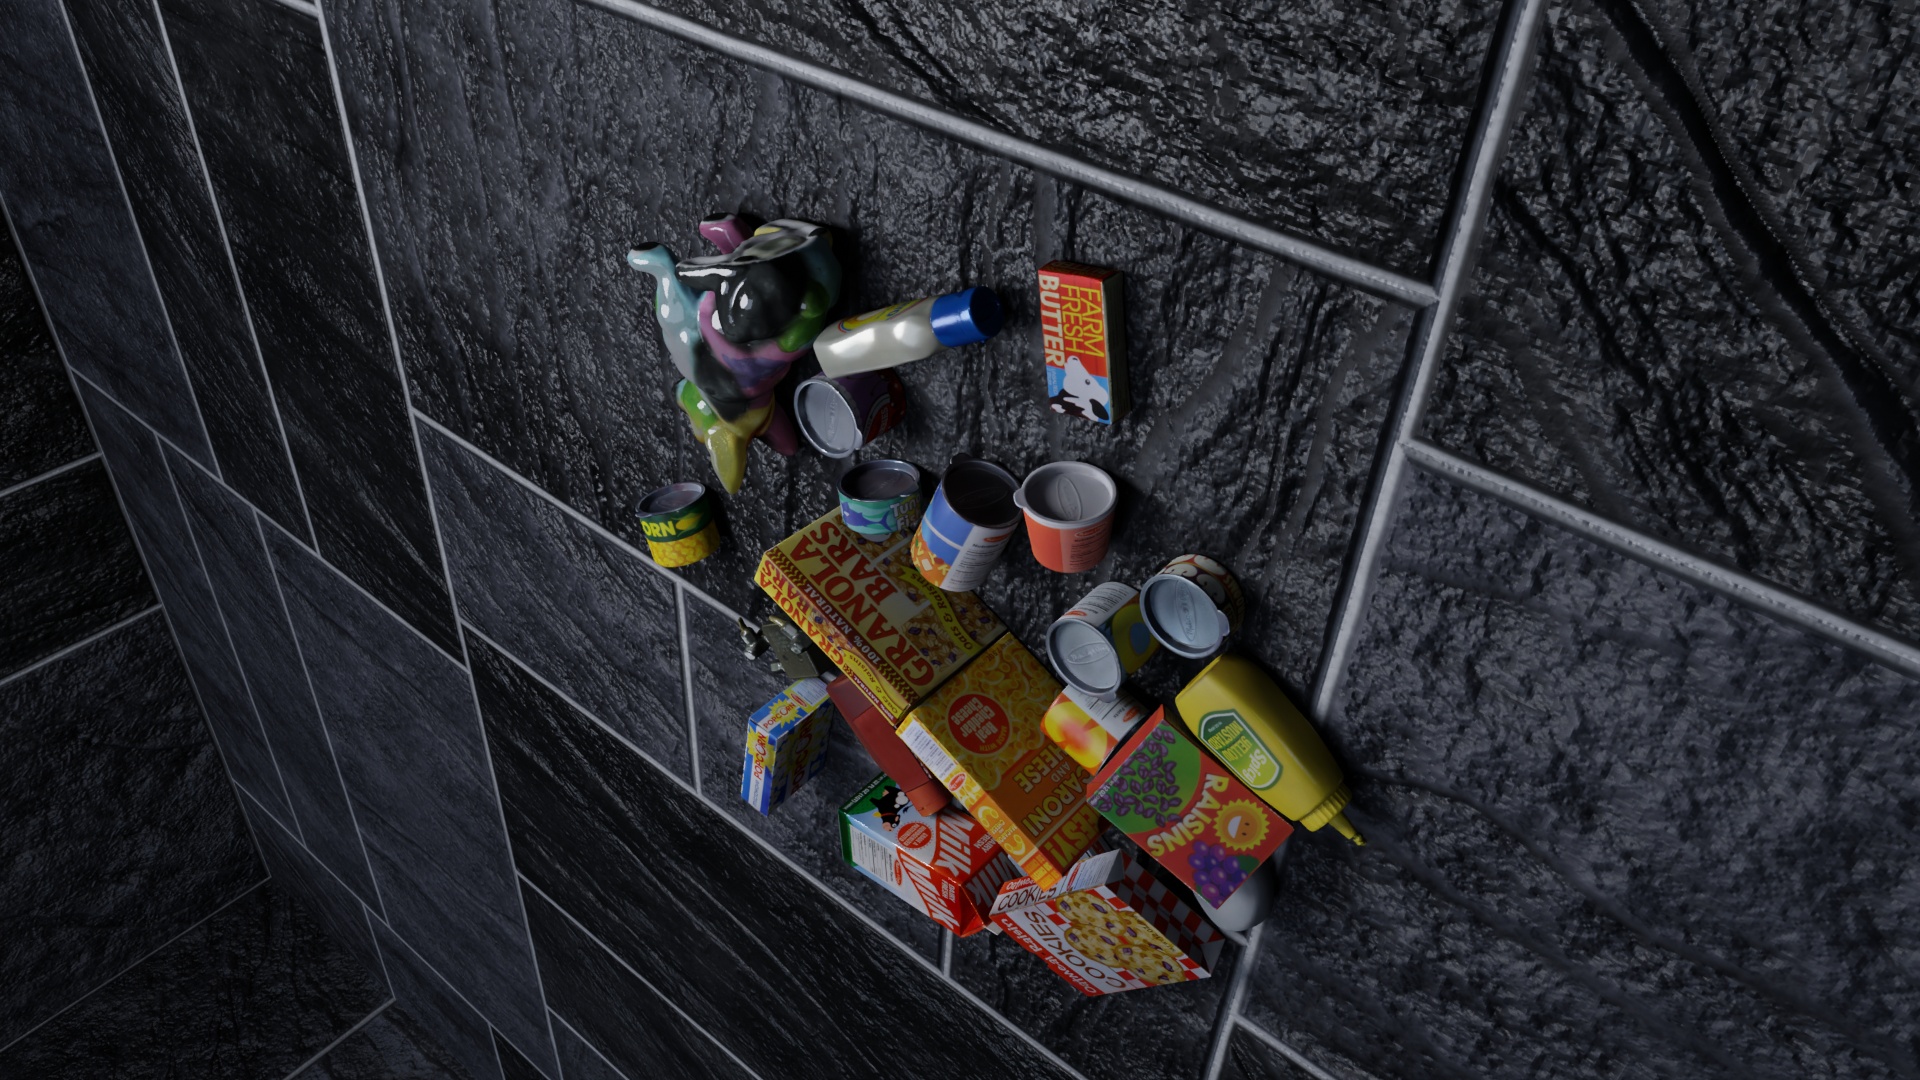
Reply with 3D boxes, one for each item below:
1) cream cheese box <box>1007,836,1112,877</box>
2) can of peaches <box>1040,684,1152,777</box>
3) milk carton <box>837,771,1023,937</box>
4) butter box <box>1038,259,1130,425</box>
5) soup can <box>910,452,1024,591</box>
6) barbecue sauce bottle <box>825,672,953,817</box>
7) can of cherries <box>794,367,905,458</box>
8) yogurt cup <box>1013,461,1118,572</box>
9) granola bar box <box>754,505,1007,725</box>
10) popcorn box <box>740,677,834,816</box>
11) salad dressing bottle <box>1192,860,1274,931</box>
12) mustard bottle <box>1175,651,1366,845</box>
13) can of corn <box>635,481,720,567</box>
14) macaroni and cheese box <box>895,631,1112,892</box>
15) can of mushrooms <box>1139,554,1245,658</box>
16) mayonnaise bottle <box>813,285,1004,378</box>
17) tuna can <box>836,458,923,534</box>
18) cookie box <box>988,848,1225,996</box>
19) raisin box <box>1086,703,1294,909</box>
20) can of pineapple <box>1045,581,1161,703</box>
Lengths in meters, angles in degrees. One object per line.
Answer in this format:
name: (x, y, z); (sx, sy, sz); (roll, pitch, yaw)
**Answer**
cream cheese box: (0.089, 0.277, 1.198); (0.053, 0.024, 0.103); (54, 141, 1)
can of peaches: (0.101, 0.139, 1.053); (0.058, 0.071, 0.070); (40, 139, 17)
milk carton: (-0.019, 0.295, 1.281); (0.191, 0.073, 0.073); (25, 132, 33)
butter box: (0.082, -0.131, 0.914); (0.053, 0.024, 0.103); (17, 128, 36)
soup can: (0.004, -0.013, 1.044); (0.071, 0.072, 0.083); (43, 140, 13)
barbecue sauce bottle: (-0.061, 0.181, 1.265); (0.064, 0.044, 0.148); (-28, 96, 51)
can of cherries: (-0.083, -0.103, 1.072); (0.071, 0.059, 0.071); (24, 131, 31)
yogurt cup: (0.076, -0.015, 0.973); (0.072, 0.073, 0.053); (26, 141, 30)
granola bar box: (-0.064, 0.050, 1.109); (0.166, 0.125, 0.038); (45, 139, 11)
popcorn box: (-0.168, 0.199, 1.349); (0.038, 0.085, 0.126); (34, 136, 21)
salad dressing bottle: (0.189, 0.220, 1.044); (0.064, 0.044, 0.147); (-12, 107, 42)
mustard bottle: (0.221, 0.150, 0.957); (0.160, 0.049, 0.065); (46, 142, 10)
can of corn: (-0.267, -0.014, 1.307); (0.071, 0.071, 0.058); (11, 125, 40)
macaroni and cheese box: (0.051, 0.169, 1.080); (0.166, 0.124, 0.040); (46, 141, 10)
can of mushrooms: (0.162, 0.045, 0.954); (0.071, 0.033, 0.070); (25, 132, 31)
mayonnaise bottle: (-0.035, -0.150, 0.990); (0.148, 0.065, 0.041); (-6, 115, 43)
tuna can: (-0.061, -0.034, 1.092); (0.071, 0.071, 0.032); (19, 131, 35)
cookie box: (0.118, 0.325, 1.164); (0.123, 0.040, 0.166); (42, 142, -12)
raisin box: (0.164, 0.191, 0.996); (0.123, 0.040, 0.086); (40, 100, -1)
can of pineapple: (0.105, 0.073, 1.009); (0.071, 0.058, 0.070); (25, 133, 31)
